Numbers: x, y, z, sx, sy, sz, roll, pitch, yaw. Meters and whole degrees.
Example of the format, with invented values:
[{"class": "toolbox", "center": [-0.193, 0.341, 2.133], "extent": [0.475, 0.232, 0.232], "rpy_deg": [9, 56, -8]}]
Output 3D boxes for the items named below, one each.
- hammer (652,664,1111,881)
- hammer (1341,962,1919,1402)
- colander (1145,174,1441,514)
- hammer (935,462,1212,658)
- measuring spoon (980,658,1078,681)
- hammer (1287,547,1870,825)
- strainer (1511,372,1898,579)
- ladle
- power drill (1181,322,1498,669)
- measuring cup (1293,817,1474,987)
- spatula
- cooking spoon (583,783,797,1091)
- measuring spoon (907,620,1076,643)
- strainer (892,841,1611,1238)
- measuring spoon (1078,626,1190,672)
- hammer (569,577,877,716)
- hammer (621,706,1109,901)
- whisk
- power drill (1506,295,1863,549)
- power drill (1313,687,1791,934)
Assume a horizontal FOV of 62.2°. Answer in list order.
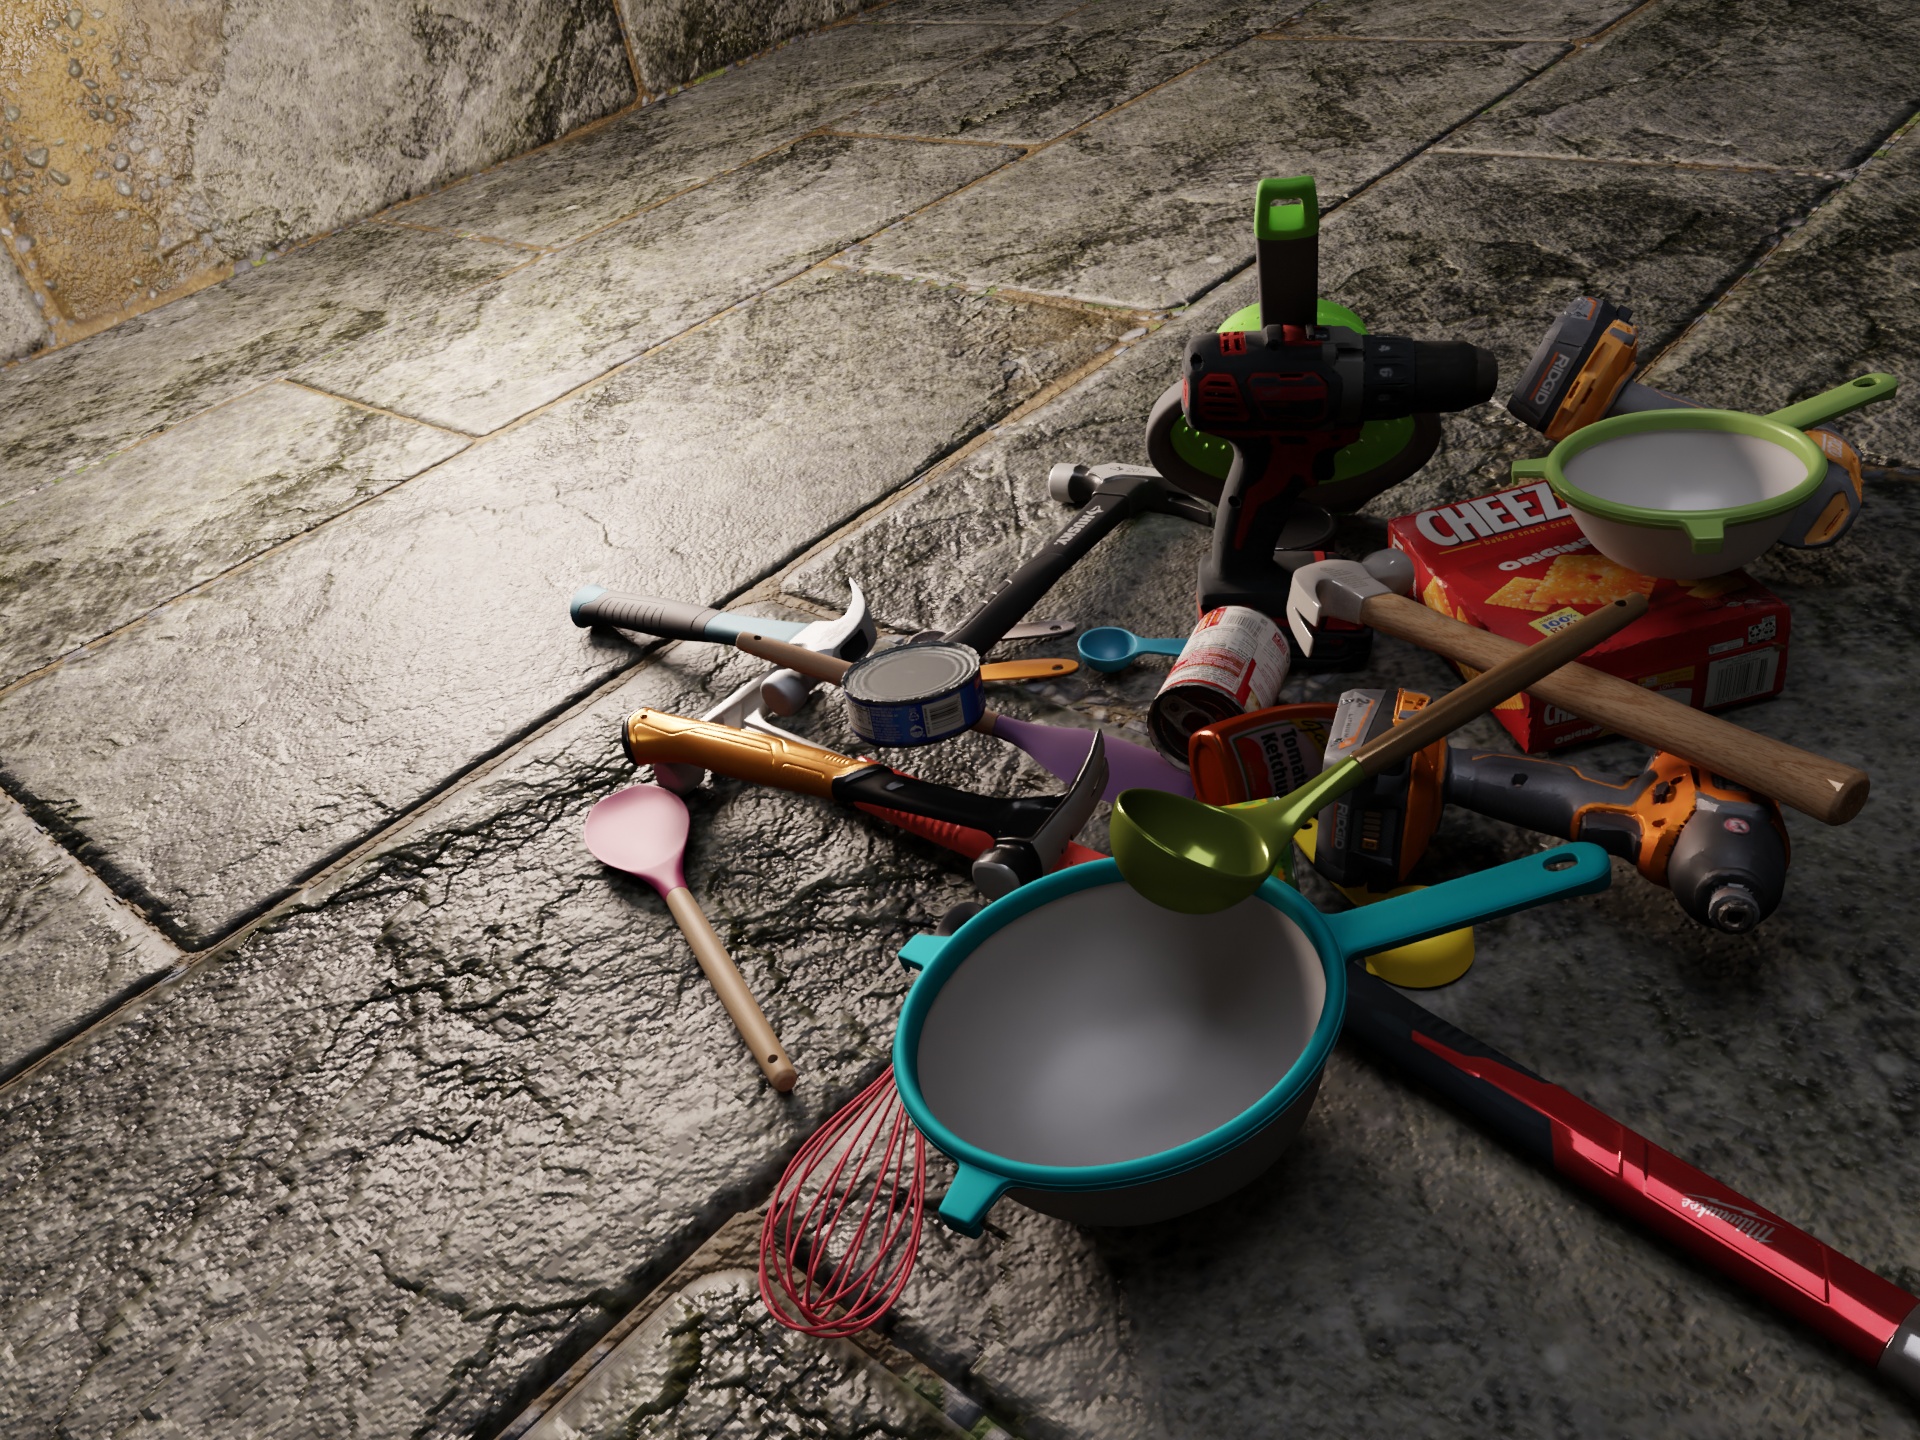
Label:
[{"class": "hammer", "center": [-0.033, 0.044, 1.010], "extent": [0.359, 0.036, 0.149], "rpy_deg": [20, 46, 39]}, {"class": "hammer", "center": [0.256, 0.190, 0.708], "extent": [0.143, 0.038, 0.387], "rpy_deg": [-33, 39, -25]}, {"class": "colander", "center": [0.220, -0.263, 1.064], "extent": [0.204, 0.396, 0.095], "rpy_deg": [0, 71, 12]}, {"class": "hammer", "center": [0.065, -0.109, 1.179], "extent": [0.146, 0.035, 0.335], "rpy_deg": [11, 37, 30]}, {"class": "measuring spoon", "center": [0.026, -0.030, 1.123], "extent": [0.117, 0.011, 0.021], "rpy_deg": [-6, 35, 4]}, {"class": "hammer", "center": [0.313, -0.024, 0.854], "extent": [0.130, 0.031, 0.332], "rpy_deg": [-15, 31, -35]}, {"class": "strainer", "center": [0.473, -0.146, 0.965], "extent": [0.256, 0.069, 0.152], "rpy_deg": [-22, 33, -20]}, {"class": "ladle", "center": [0.213, 0.002, 0.776], "extent": [0.320, 0.062, 0.078], "rpy_deg": [-28, 41, -15]}, {"class": "power drill", "center": [0.235, -0.146, 1.020], "extent": [0.188, 0.226, 0.080], "rpy_deg": [1, 37, 8]}, {"class": "measuring cup", "center": [0.222, 0.086, 0.872], "extent": [0.062, 0.029, 0.157], "rpy_deg": [-20, 36, -11]}, {"class": "spatula", "center": [-0.002, -0.003, 1.015], "extent": [0.316, 0.018, 0.060], "rpy_deg": [19, 42, 14]}, {"class": "cooking spoon", "center": [-0.163, 0.121, 0.959], "extent": [0.069, 0.017, 0.319], "rpy_deg": [-25, 36, -16]}, {"class": "measuring spoon", "center": [0.023, -0.056, 1.158], "extent": [0.124, 0.018, 0.034], "rpy_deg": [-7, 33, -4]}, {"class": "strainer", "center": [0.142, 0.143, 0.746], "extent": [0.340, 0.095, 0.211], "rpy_deg": [-17, 30, 1]}, {"class": "measuring spoon", "center": [0.145, -0.043, 1.099], "extent": [0.128, 0.021, 0.042], "rpy_deg": [4, 37, 8]}, {"class": "hammer", "center": [-0.191, -0.071, 1.189], "extent": [0.331, 0.033, 0.128], "rpy_deg": [12, 42, 43]}, {"class": "hammer", "center": [-0.075, 0.029, 0.984], "extent": [0.337, 0.034, 0.127], "rpy_deg": [11, 42, 32]}, {"class": "whisk", "center": [-0.030, 0.183, 0.797], "extent": [0.073, 0.073, 0.296], "rpy_deg": [0, 30, 17]}, {"class": "power drill", "center": [0.508, -0.208, 1.096], "extent": [0.226, 0.084, 0.185], "rpy_deg": [31, 34, 14]}, {"class": "power drill", "center": [0.303, 0.050, 0.821], "extent": [0.226, 0.084, 0.164], "rpy_deg": [7, 24, 17]}]
